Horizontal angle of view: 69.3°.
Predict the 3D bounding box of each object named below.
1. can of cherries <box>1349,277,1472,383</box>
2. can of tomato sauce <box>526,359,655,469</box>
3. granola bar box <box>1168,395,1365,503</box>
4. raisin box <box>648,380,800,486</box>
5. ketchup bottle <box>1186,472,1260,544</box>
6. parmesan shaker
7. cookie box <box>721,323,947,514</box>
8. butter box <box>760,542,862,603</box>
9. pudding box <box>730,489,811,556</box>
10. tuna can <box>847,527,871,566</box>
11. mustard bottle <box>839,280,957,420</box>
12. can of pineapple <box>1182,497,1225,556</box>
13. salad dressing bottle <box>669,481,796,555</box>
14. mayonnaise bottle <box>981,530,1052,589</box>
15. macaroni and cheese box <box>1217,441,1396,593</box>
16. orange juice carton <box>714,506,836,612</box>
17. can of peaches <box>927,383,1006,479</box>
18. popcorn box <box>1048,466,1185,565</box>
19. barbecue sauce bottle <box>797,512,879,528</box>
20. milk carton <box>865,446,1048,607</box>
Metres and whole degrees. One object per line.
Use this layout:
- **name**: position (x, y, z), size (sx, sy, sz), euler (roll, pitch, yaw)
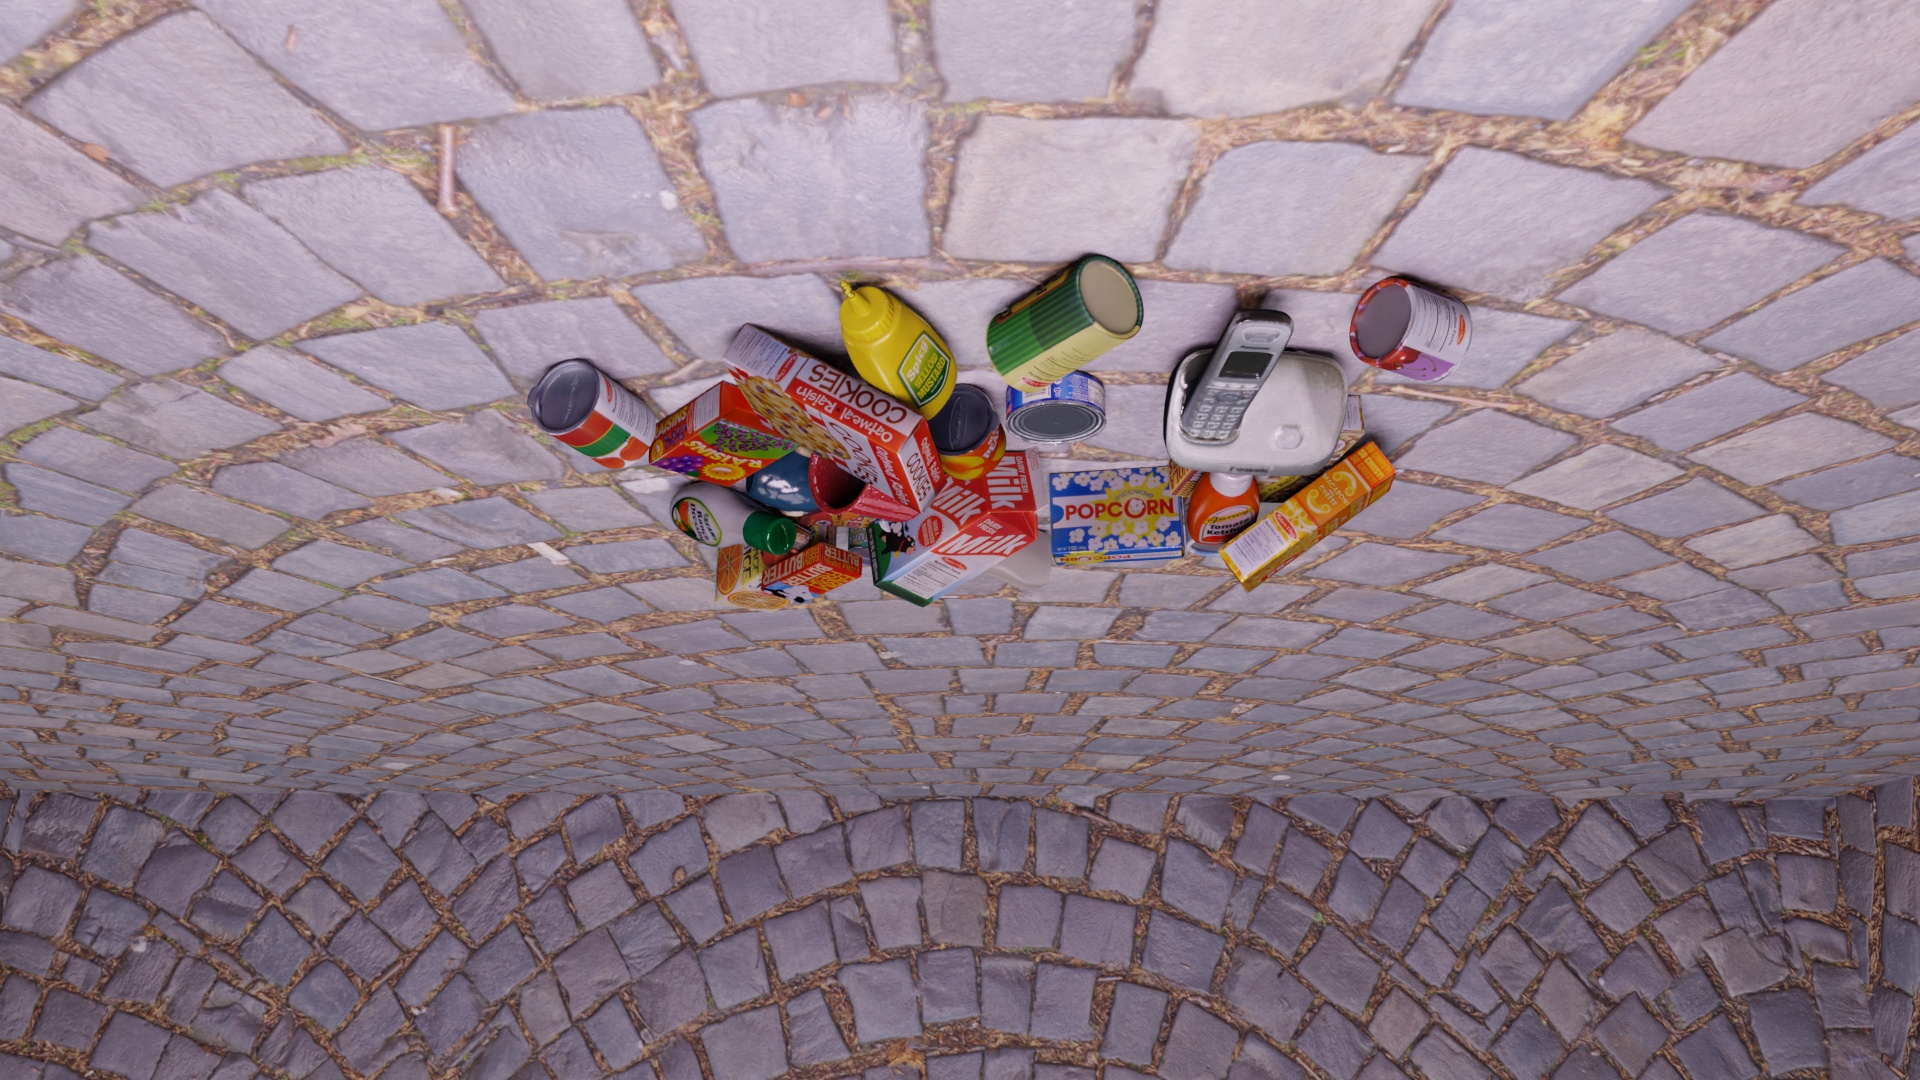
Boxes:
- **can of cherries**: position (0.328, -0.153, 1.021), size (0.058, 0.072, 0.071), euler (11, 157, -27)
- **can of tomato sauce**: position (-0.305, -0.103, 1.154), size (0.071, 0.071, 0.083), euler (-8, 159, 20)
- **granola bar box**: position (0.272, -0.082, 1.254), size (0.124, 0.039, 0.165), euler (3, 159, -8)
- **raisin box**: position (-0.208, -0.092, 1.226), size (0.086, 0.040, 0.123), euler (15, 154, -38)
- **ketchup bottle**: position (0.238, -0.042, 1.241), size (0.065, 0.044, 0.148), euler (-11, 158, 1)
- **parmesan shaker**: position (0.078, -0.157, 1.012), size (0.071, 0.071, 0.102), euler (15, 154, -34)
- **cookie box**: position (-0.096, -0.095, 1.101), size (0.167, 0.040, 0.122), euler (29, 166, 17)
- **butter box**: position (-0.148, 0.033, 1.379), size (0.053, 0.024, 0.103), euler (21, 149, -37)
- **pudding box**: position (-0.194, -0.017, 1.387), size (0.084, 0.030, 0.049), euler (29, 180, 37)
- **tuna can**: position (-0.090, 0.003, 1.494), size (0.071, 0.033, 0.071), euler (0, 160, 0)
- **mustard bottle**: position (-0.053, -0.147, 1.038), size (0.049, 0.065, 0.160), euler (26, 170, 29)
- **can of pineapple**: position (0.260, -0.021, 1.395), size (0.071, 0.058, 0.070), euler (0, 160, 0)
- **salad dressing bottle**: position (-0.219, -0.018, 1.338), size (0.148, 0.064, 0.044), euler (15, -144, 40)
- **mayonnaise bottle**: position (0.024, 0.010, 1.477), size (0.148, 0.065, 0.041), euler (12, 161, -19)
- **macaroni and cheese box**: position (0.319, -0.019, 1.282), size (0.166, 0.040, 0.123), euler (-37, 166, 7)
- **orange juice carton**: position (-0.188, 0.016, 1.472), size (0.073, 0.072, 0.192), euler (13, 157, -31)
- **can of peaches**: position (0.005, -0.092, 1.186), size (0.071, 0.071, 0.058), euler (-5, 160, 12)
- **popcorn box**: position (0.152, -0.024, 1.347), size (0.127, 0.085, 0.038), euler (-4, 160, 8)
- **barbecue sauce bottle**: position (-0.084, -0.033, 1.381), size (0.149, 0.044, 0.064), euler (5, 162, -15)
- **milk carton**: position (0.005, -0.017, 1.321), size (0.190, 0.072, 0.073), euler (-32, 140, 29)
